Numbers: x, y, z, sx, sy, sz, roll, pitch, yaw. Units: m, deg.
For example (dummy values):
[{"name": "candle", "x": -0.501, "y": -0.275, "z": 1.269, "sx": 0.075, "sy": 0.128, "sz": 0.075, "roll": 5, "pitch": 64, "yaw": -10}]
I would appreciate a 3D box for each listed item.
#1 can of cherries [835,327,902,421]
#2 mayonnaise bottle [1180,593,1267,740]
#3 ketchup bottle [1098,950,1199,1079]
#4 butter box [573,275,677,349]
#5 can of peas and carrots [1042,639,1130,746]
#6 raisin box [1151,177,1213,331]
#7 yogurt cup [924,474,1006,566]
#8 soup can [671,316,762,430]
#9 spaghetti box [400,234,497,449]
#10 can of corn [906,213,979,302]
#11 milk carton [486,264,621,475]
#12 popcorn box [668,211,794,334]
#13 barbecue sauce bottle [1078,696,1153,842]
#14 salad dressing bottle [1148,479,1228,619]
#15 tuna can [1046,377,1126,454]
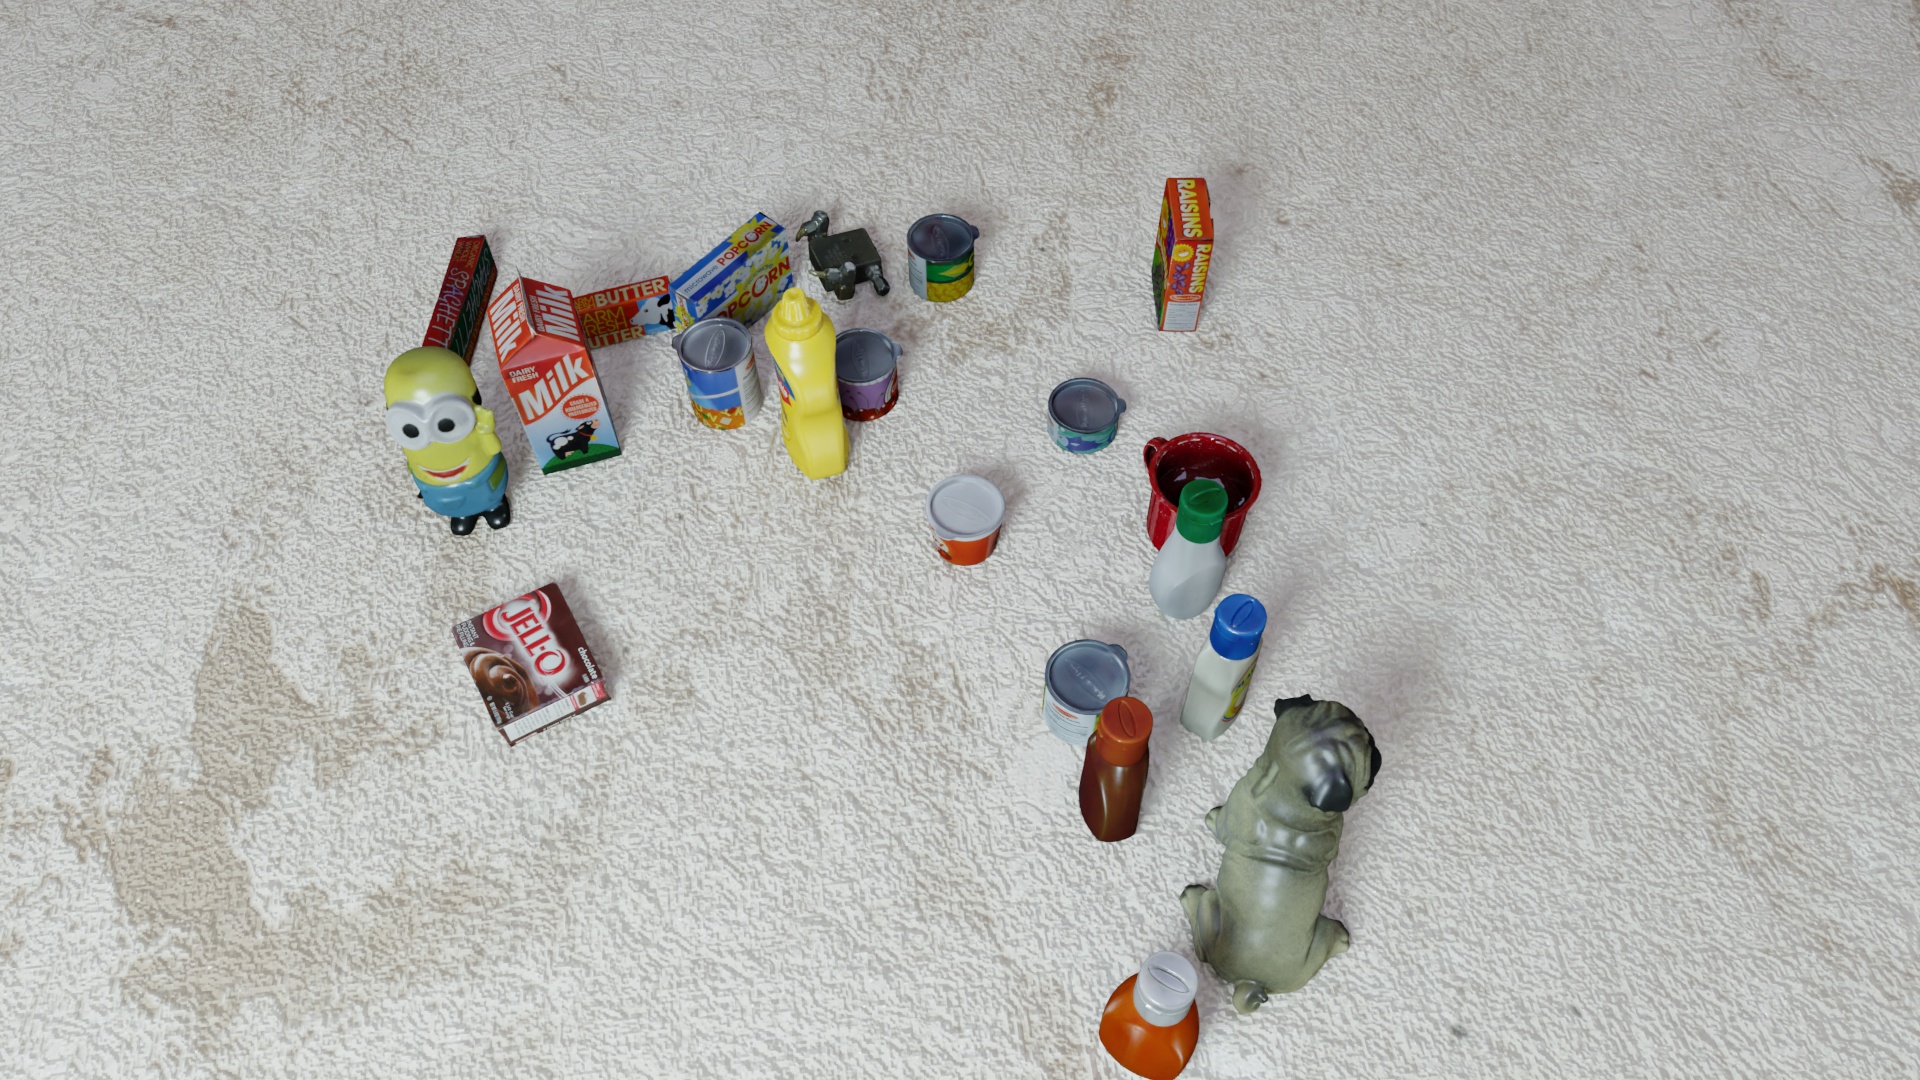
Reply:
[{"name": "can of cherries", "x": -0.088, "y": -0.151, "z": 1.274, "sx": 0.071, "sy": 0.058, "sz": 0.072, "roll": 0, "pitch": 56, "yaw": 0}, {"name": "mayonnaise bottle", "x": 0.201, "y": 0.094, "z": 1.052, "sx": 0.041, "sy": 0.147, "sz": 0.065, "roll": 32, "pitch": 62, "yaw": 20}, {"name": "ketchup bottle", "x": 0.127, "y": 0.309, "z": 0.904, "sx": 0.065, "sy": 0.148, "sz": 0.044, "roll": 27, "pitch": 60, "yaw": 17}, {"name": "butter box", "x": -0.322, "y": -0.215, "z": 1.321, "sx": 0.104, "sy": 0.052, "sz": 0.024, "roll": -16, "pitch": 57, "yaw": -11}, {"name": "can of peas and carrots", "x": 0.099, "y": 0.118, "z": 1.089, "sx": 0.071, "sy": 0.058, "sz": 0.071, "roll": 0, "pitch": 56, "yaw": 0}, {"name": "raisin box", "x": 0.210, "y": -0.270, "z": 1.317, "sx": 0.040, "sy": 0.122, "sz": 0.086, "roll": 0, "pitch": 56, "yaw": 0}, {"name": "yogurt cup", "x": 0.004, "y": -0.015, "z": 1.183, "sx": 0.072, "sy": 0.053, "sz": 0.073, "roll": 0, "pitch": 56, "yaw": 0}, {"name": "soup can", "x": -0.219, "y": -0.151, "z": 1.258, "sx": 0.071, "sy": 0.083, "sz": 0.072, "roll": 0, "pitch": 56, "yaw": 0}, {"name": "spaghetti box", "x": -0.478, "y": -0.182, "z": 1.300, "sx": 0.029, "sy": 0.050, "sz": 0.251, "roll": 1, "pitch": 56, "yaw": 1}, {"name": "can of corn", "x": -0.016, "y": -0.276, "z": 1.360, "sx": 0.071, "sy": 0.058, "sz": 0.071, "roll": 0, "pitch": 56, "yaw": 0}, {"name": "milk carton", "x": -0.351, "y": -0.146, "z": 1.190, "sx": 0.073, "sy": 0.189, "sz": 0.072, "roll": -16, "pitch": 57, "yaw": -11}, {"name": "popcorn box", "x": -0.216, "y": -0.240, "z": 1.319, "sx": 0.038, "sy": 0.084, "sz": 0.127, "roll": 33, "pitch": 62, "yaw": 20}, {"name": "barbecue sauce bottle", "x": 0.113, "y": 0.163, "z": 1.004, "sx": 0.044, "sy": 0.147, "sz": 0.065, "roll": -9, "pitch": 56, "yaw": -6}, {"name": "salad dressing bottle", "x": 0.186, "y": 0.008, "z": 1.111, "sx": 0.064, "sy": 0.147, "sz": 0.044, "roll": -22, "pitch": 59, "yaw": -14}, {"name": "tuna can", "x": 0.114, "y": -0.113, "z": 1.264, "sx": 0.071, "sy": 0.032, "sz": 0.071, "roll": 0, "pitch": 56, "yaw": 0}]
